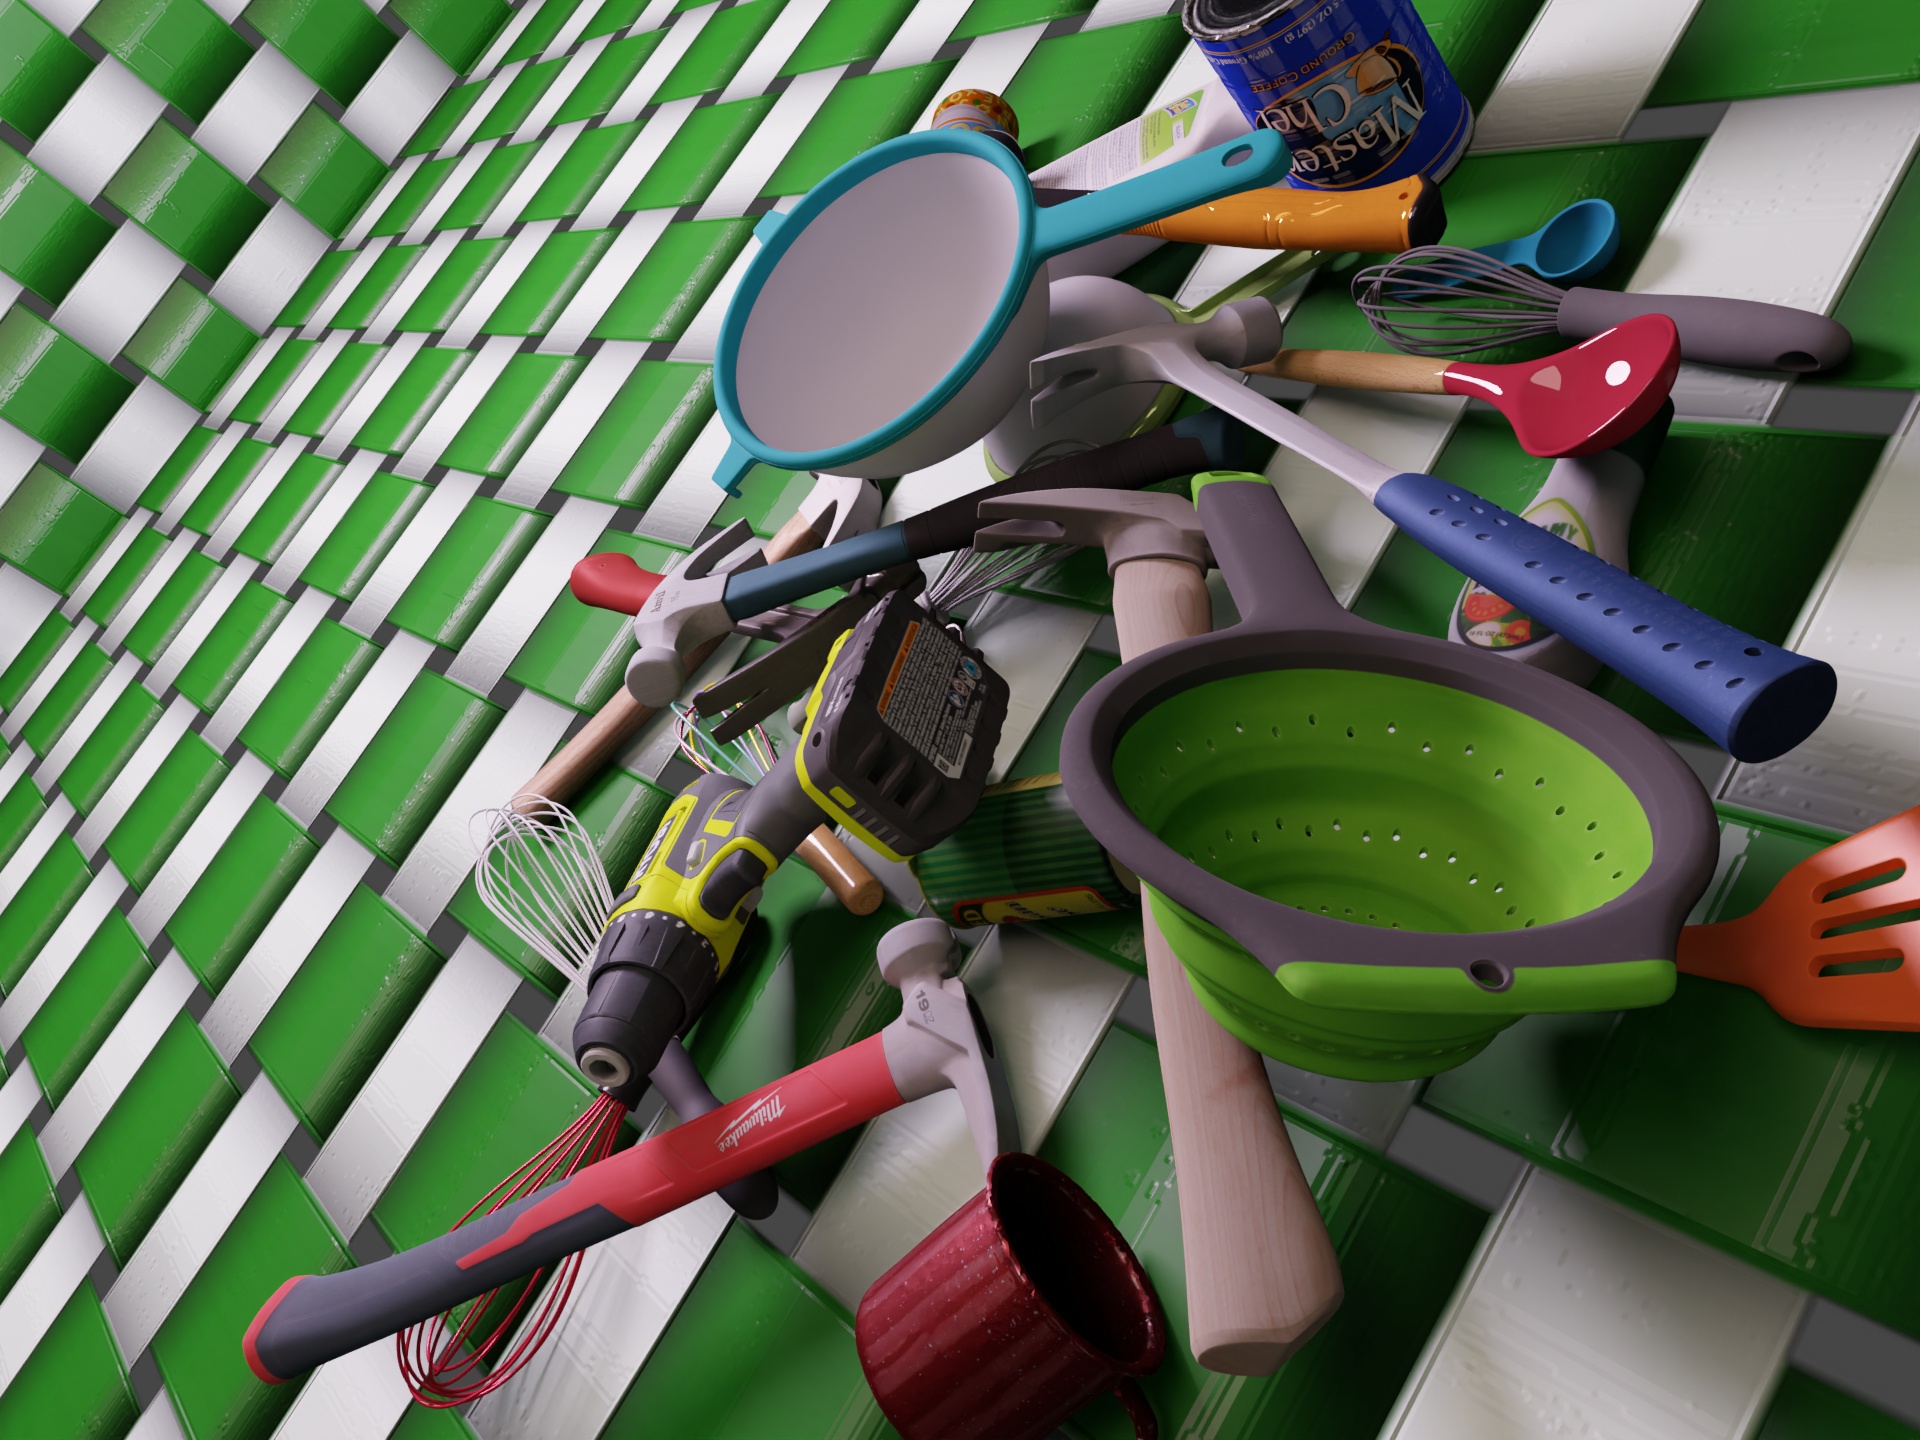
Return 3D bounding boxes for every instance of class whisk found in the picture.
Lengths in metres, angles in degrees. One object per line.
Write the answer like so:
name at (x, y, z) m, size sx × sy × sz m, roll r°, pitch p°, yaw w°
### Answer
whisk at (-0.008, -0.069, 0.902) m, size 0.246 × 0.059 × 0.058 m, roll -39°, pitch 2°, yaw 18°
whisk at (0.276, -0.180, 0.714) m, size 0.239 × 0.055 × 0.055 m, roll 25°, pitch 77°, yaw 46°
whisk at (-0.173, 0.141, 0.817) m, size 0.070 × 0.070 × 0.285 m, roll -45°, pitch 61°, yaw 5°
whisk at (-0.189, 0.215, 0.827) m, size 0.073 × 0.073 × 0.296 m, roll 5°, pitch 56°, yaw 47°
whisk at (-0.108, 0.039, 0.907) m, size 0.047 × 0.051 × 0.245 m, roll -45°, pitch 40°, yaw -4°

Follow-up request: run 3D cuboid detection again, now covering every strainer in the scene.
strainer at (0.100, -0.230, 0.907) m, size 0.256 × 0.069 × 0.152 m, roll -28°, pitch 42°, yaw 28°
strainer at (0.026, -0.222, 0.845) m, size 0.340 × 0.095 × 0.211 m, roll -11°, pitch 61°, yaw 31°

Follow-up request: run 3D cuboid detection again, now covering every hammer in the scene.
hammer at (0.106, -0.279, 0.886) m, size 0.337 × 0.034 × 0.127 m, roll 17°, pitch 63°, yaw 39°
hammer at (0.168, -0.095, 0.650) m, size 0.144 × 0.035 × 0.406 m, roll -17°, pitch 34°, yaw -18°
hammer at (0.080, 0.048, 0.635) m, size 0.146 × 0.038 × 0.411 m, roll 3°, pitch 47°, yaw -3°
hammer at (-0.178, -0.048, 1.059) m, size 0.331 × 0.031 × 0.130 m, roll -45°, pitch 37°, yaw 7°
hammer at (-0.170, -0.065, 0.980) m, size 0.149 × 0.036 × 0.359 m, roll -39°, pitch 28°, yaw -23°
hammer at (-0.013, -0.097, 0.822) m, size 0.331 × 0.033 × 0.128 m, roll -17°, pitch 32°, yaw 11°
hammer at (-0.157, 0.230, 0.719) m, size 0.386 × 0.038 × 0.143 m, roll -27°, pitch 52°, yaw 9°

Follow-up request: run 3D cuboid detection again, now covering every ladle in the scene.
ladle at (0.210, -0.159, 0.733) m, size 0.069 × 0.031 × 0.316 m, roll -53°, pitch 26°, yaw -1°

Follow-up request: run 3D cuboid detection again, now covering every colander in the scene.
colander at (0.131, 0.012, 0.602) m, size 0.204 × 0.094 × 0.397 m, roll 0°, pitch 29°, yaw -2°

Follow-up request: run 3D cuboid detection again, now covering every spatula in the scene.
spatula at (0.196, 0.076, 0.576) m, size 0.323 × 0.041 × 0.081 m, roll -7°, pitch 54°, yaw 42°

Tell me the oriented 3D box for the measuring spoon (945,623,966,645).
measuring spoon at (-0.001, -0.003, 0.854) m, size 0.034 × 0.018 × 0.124 m, roll -22°, pitch 46°, yaw 23°

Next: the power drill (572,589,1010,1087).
power drill at (-0.089, 0.059, 0.743) m, size 0.228 × 0.080 × 0.191 m, roll -40°, pitch 18°, yaw 31°

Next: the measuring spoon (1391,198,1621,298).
measuring spoon at (0.268, -0.222, 0.783) m, size 0.129 × 0.021 × 0.042 m, roll 1°, pitch 66°, yaw 56°
